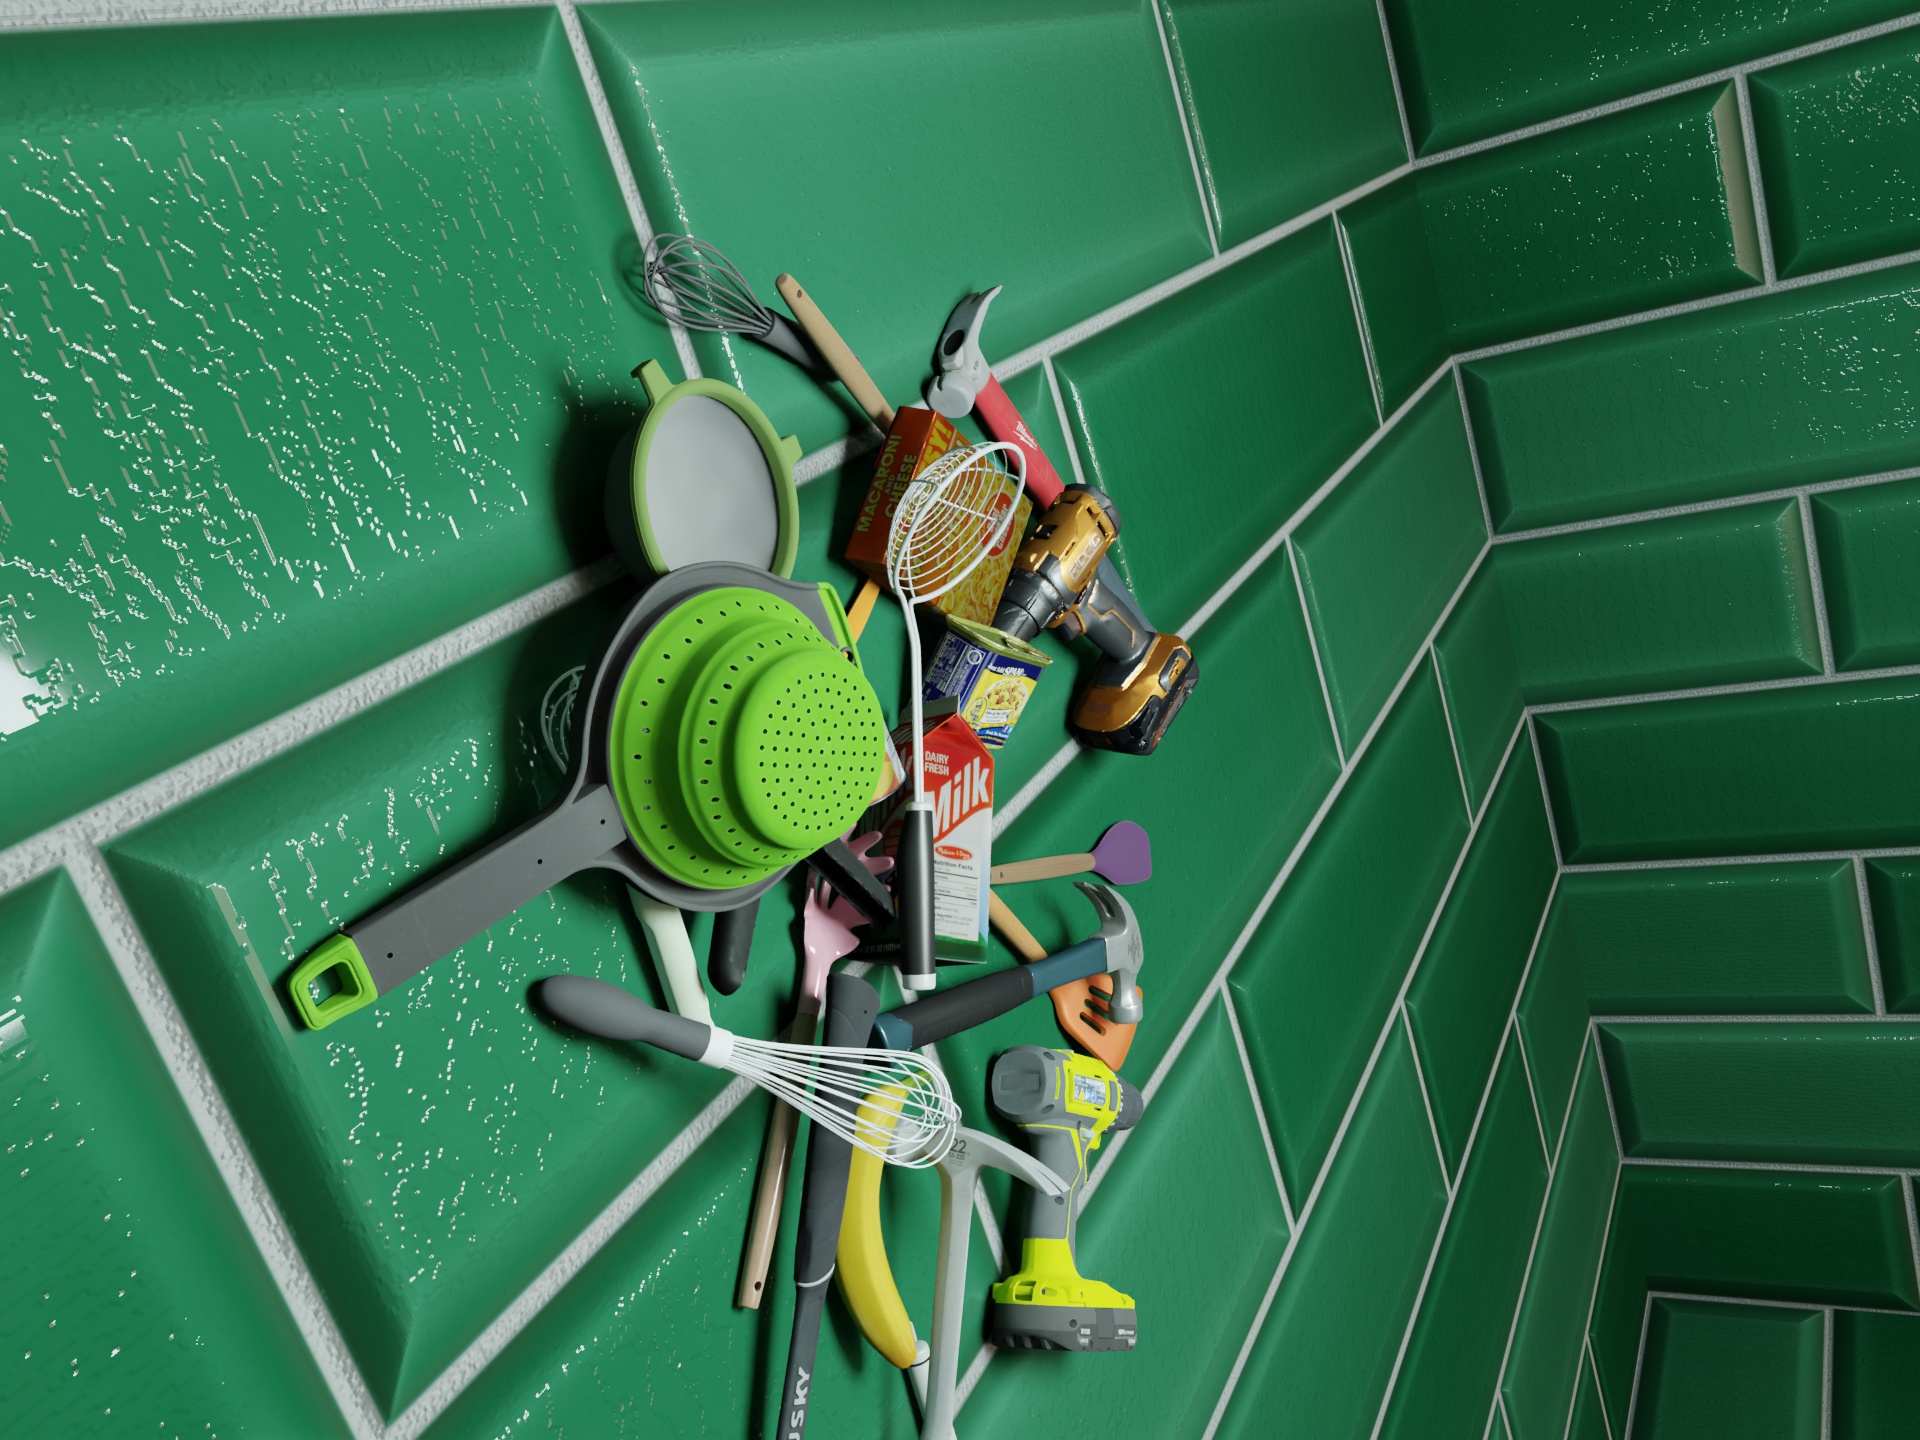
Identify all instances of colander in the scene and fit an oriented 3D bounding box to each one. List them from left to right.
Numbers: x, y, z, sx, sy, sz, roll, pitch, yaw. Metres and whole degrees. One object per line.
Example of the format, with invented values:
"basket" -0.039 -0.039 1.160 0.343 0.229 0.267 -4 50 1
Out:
"colander" -0.162 0.049 0.850 0.397 0.094 0.204 -35 120 -39

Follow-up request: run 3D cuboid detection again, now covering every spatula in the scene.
"spatula" -0.052 -0.231 1.176 0.317 0.044 0.082 45 62 -59
"spatula" 0.061 0.182 1.298 0.322 0.041 0.081 51 52 -42
"spatula" 0.101 0.124 1.401 0.315 0.018 0.060 0 84 -59

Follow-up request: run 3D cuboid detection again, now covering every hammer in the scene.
"hammer" -0.098 0.363 0.989 0.149 0.036 0.409 23 70 -52
"hammer" -0.011 0.482 1.071 0.035 0.144 0.405 18 75 -61
"hammer" 0.041 0.209 1.233 0.331 0.033 0.128 -10 98 -50
"hammer" 0.090 -0.205 1.432 0.385 0.038 0.143 52 42 -39

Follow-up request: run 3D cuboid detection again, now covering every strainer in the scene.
"strainer" -0.173 -0.078 0.966 0.151 0.069 0.256 19 73 -57
"strainer" -0.001 0.547 1.137 0.087 0.050 0.258 -41 116 -71

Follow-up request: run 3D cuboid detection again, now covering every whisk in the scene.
"whisk" -0.188 0.084 0.933 0.059 0.058 0.246 -21 108 -22
"whisk" -0.118 0.202 0.936 0.284 0.070 0.070 25 61 -27
"whisk" -0.135 -0.274 1.086 0.238 0.055 0.055 11 75 -61

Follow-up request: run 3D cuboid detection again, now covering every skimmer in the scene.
"skimmer" -0.002 -0.003 1.064 0.127 0.090 0.363 15 73 -69

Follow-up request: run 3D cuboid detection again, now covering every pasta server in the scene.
"pasta server" -0.102 0.220 1.043 0.060 0.040 0.316 26 62 -32

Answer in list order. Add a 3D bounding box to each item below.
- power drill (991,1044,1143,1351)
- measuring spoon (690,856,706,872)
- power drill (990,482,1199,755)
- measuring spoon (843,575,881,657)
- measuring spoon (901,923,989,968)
"power drill" 0.093 0.385 1.285 0.190 0.080 0.229 30 57 -52
"measuring spoon" -0.168 0.056 0.998 0.034 0.018 0.124 40 45 -44
"power drill" 0.105 -0.064 1.376 0.185 0.084 0.226 -55 130 -24
"measuring spoon" -0.075 -0.086 1.175 0.021 0.011 0.117 61 41 -43
"measuring spoon" -0.005 0.169 1.220 0.128 0.021 0.042 -8 91 -58
